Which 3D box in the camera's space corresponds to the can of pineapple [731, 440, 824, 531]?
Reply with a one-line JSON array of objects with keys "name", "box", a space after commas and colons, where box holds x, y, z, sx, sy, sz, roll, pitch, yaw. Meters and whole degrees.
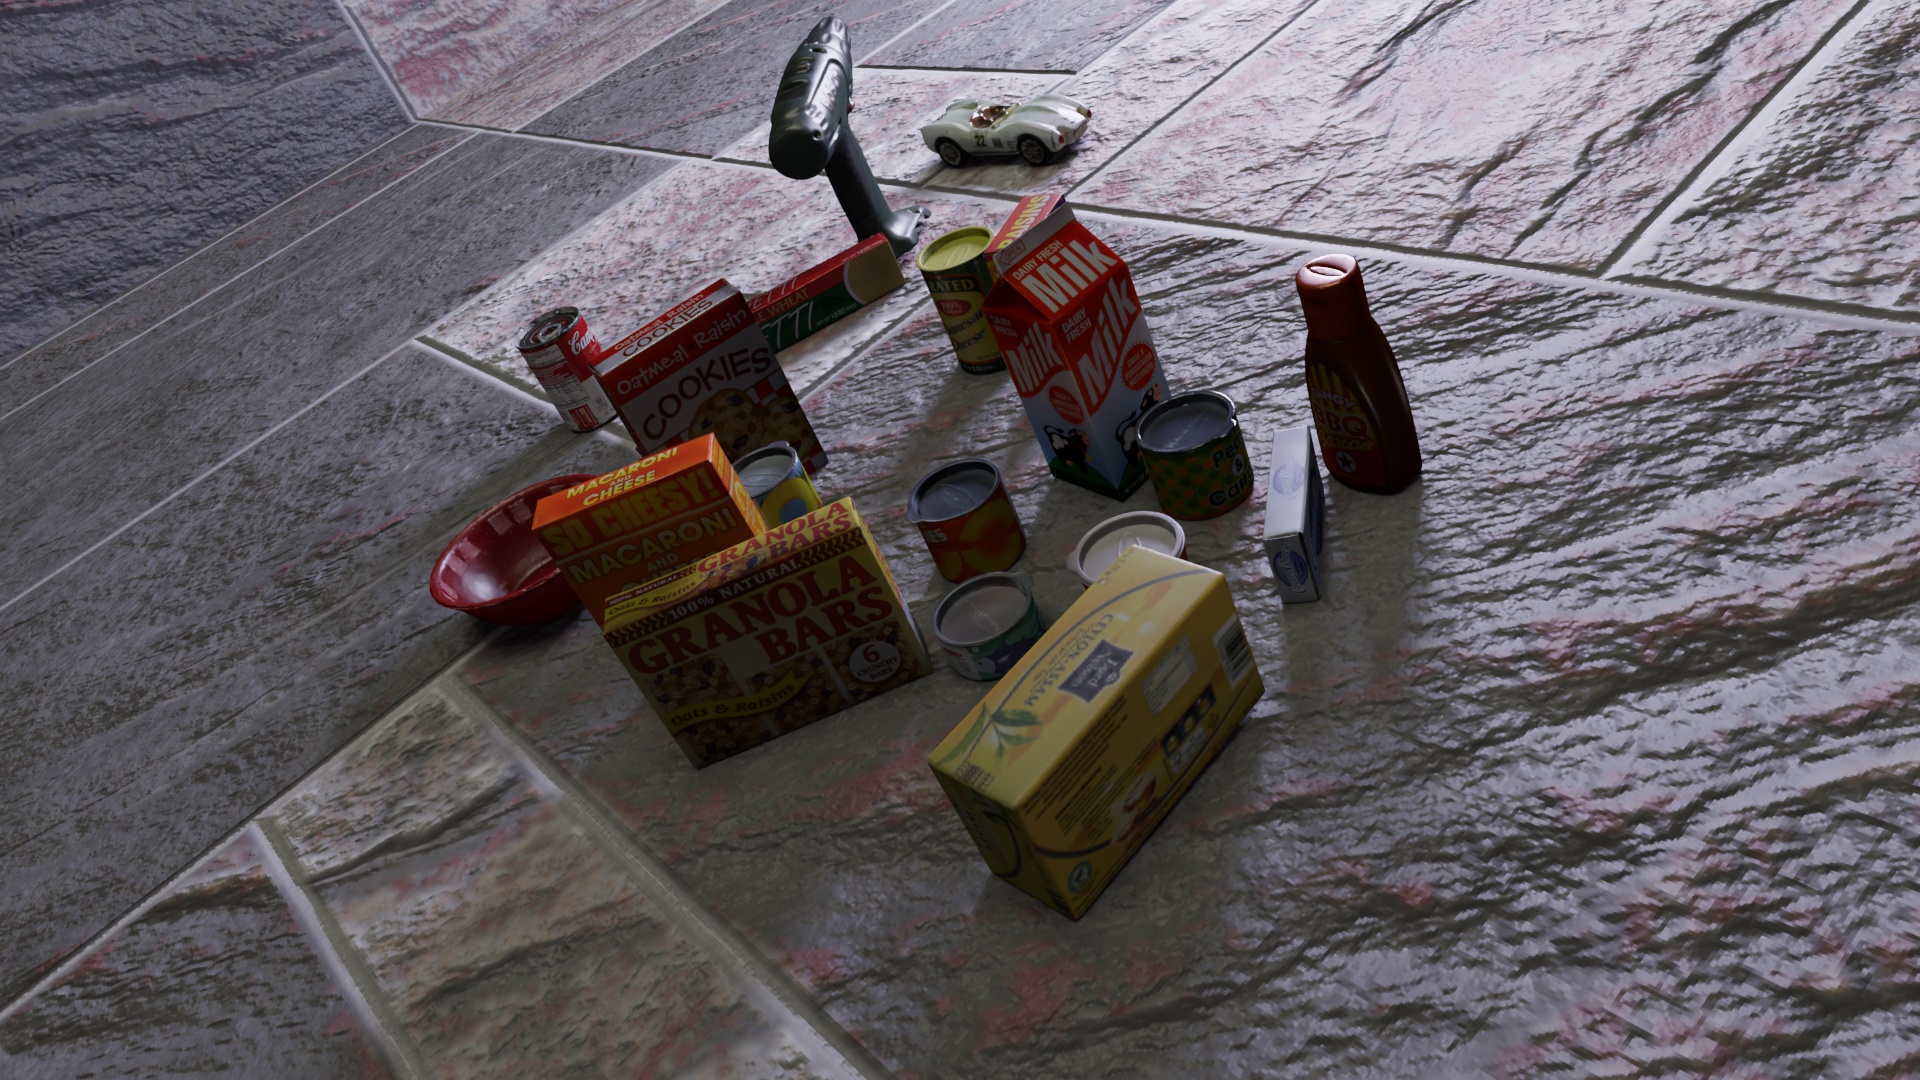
[{"name": "can of pineapple", "box": [-0.141, -0.031, 1.049, 0.071, 0.057, 0.071, -16, 35, 12]}]

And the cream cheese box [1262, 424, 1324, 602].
[{"name": "cream cheese box", "box": [0.200, -0.017, 0.827, 0.024, 0.053, 0.104, -8, 38, 23]}]

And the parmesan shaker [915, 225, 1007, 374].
[{"name": "parmesan shaker", "box": [0.015, -0.195, 1.131, 0.071, 0.102, 0.072, -16, 35, 12]}]

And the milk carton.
[{"name": "milk carton", "box": [0.078, -0.126, 0.924, 0.072, 0.189, 0.073, -41, 37, -22]}]

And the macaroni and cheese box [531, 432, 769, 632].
[{"name": "macaroni and cheese box", "box": [-0.181, 0.023, 0.907, 0.124, 0.165, 0.040, -21, 35, 6]}]

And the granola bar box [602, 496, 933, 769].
[{"name": "granola bar box", "box": [-0.116, 0.058, 0.858, 0.165, 0.123, 0.039, -23, 34, 3]}]

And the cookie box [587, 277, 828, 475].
[{"name": "cookie box", "box": [-0.192, -0.098, 1.072, 0.123, 0.166, 0.040, -36, 36, -15]}]

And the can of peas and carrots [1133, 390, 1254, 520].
[{"name": "can of peas and carrots", "box": [0.154, -0.055, 0.901, 0.071, 0.058, 0.071, -16, 35, 12]}]

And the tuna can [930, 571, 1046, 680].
[{"name": "tuna can", "box": [0.020, 0.052, 0.864, 0.071, 0.032, 0.071, -16, 35, 12]}]

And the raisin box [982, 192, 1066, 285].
[{"name": "raisin box", "box": [0.068, -0.195, 1.081, 0.040, 0.123, 0.086, 0, 42, 32]}]

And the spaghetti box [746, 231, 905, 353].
[{"name": "spaghetti box", "box": [-0.171, -0.210, 1.310, 0.250, 0.050, 0.029, -29, 35, -7]}]

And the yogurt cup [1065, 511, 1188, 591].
[{"name": "yogurt cup", "box": [0.107, 0.024, 0.830, 0.072, 0.053, 0.073, -16, 35, 12]}]

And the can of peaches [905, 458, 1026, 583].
[{"name": "can of peaches", "box": [0.003, -0.012, 0.936, 0.071, 0.057, 0.071, -16, 35, 12]}]

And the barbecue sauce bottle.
[{"name": "barbecue sauce bottle", "box": [0.234, -0.099, 0.832, 0.044, 0.148, 0.065, -38, 36, -18]}]
